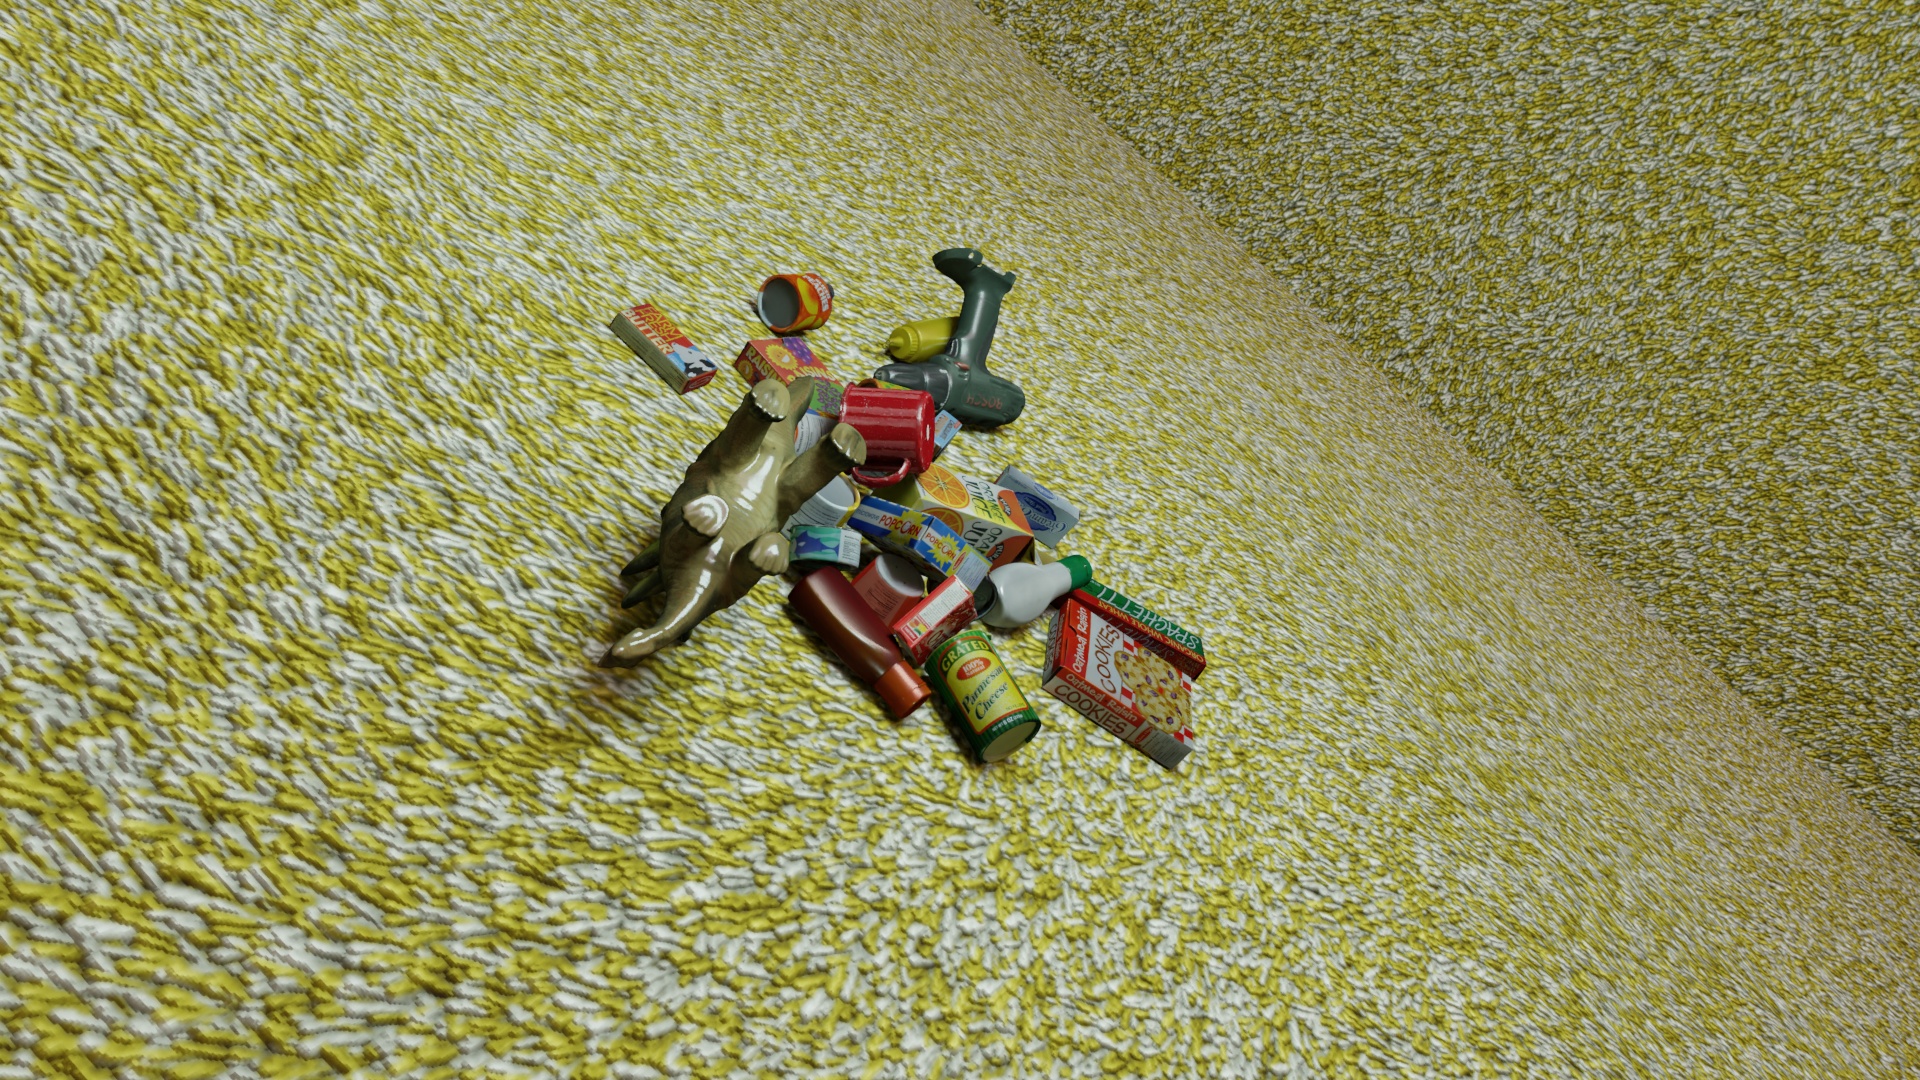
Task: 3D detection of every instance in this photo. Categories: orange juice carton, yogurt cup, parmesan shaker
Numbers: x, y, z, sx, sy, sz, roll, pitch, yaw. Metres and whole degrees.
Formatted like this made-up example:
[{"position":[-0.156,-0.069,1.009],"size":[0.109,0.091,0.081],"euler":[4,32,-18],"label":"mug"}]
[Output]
[{"position":[0.005,-0.018,1.453],"size":[0.193,0.072,0.072],"euler":[18,34,-35],"label":"orange juice carton"},{"position":[-0.069,0.049,1.293],"size":[0.072,0.053,0.073],"euler":[28,31,-19],"label":"yogurt cup"},{"position":[0.023,0.139,1.258],"size":[0.071,0.071,0.103],"euler":[2,46,-48],"label":"parmesan shaker"}]

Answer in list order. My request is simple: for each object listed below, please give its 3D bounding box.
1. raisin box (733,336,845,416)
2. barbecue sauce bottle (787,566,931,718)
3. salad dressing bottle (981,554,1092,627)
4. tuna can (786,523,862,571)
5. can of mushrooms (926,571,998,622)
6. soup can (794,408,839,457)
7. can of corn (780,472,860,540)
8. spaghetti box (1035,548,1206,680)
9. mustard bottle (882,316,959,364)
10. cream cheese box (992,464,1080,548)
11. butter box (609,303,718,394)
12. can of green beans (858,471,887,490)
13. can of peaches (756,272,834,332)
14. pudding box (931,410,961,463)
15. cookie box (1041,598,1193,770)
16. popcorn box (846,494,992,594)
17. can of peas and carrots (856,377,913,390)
[{"position":[-0.171,-0.162,1.483],"size":[0.123,0.040,0.086],"euler":[48,31,15],"label":"raisin box"},{"position":[-0.086,0.090,1.228],"size":[0.149,0.043,0.065],"euler":[48,25,13],"label":"barbecue sauce bottle"},{"position":[0.079,0.048,1.446],"size":[0.148,0.044,0.064],"euler":[-17,93,-44],"label":"salad dressing bottle"},{"position":[-0.127,0.007,1.272],"size":[0.071,0.071,0.033],"euler":[13,77,-39],"label":"tuna can"},{"position":[0.002,0.047,1.362],"size":[0.071,0.070,0.033],"euler":[19,34,-34],"label":"can of mushrooms"},{"position":[-0.165,-0.101,1.380],"size":[0.084,0.071,0.071],"euler":[9,41,-45],"label":"soup can"},{"position":[-0.138,-0.035,1.326],"size":[0.071,0.058,0.071],"euler":[29,31,-19],"label":"can of corn"},{"position":[0.171,0.083,1.553],"size":[0.250,0.028,0.050],"euler":[28,32,-20],"label":"spaghetti box"},{"position":[-0.042,-0.247,1.729],"size":[0.161,0.065,0.049],"euler":[-9,59,-49],"label":"mustard bottle"},{"position":[0.081,-0.038,1.590],"size":[0.104,0.053,0.024],"euler":[32,32,-15],"label":"cream cheese box"},{"position":[-0.297,-0.194,1.394],"size":[0.103,0.024,0.053],"euler":[43,30,6],"label":"butter box"},{"position":[-0.077,-0.092,1.475],"size":[0.071,0.057,0.071],"euler":[29,30,-19],"label":"can of green beans"},{"position":[-0.188,-0.272,1.584],"size":[0.071,0.071,0.058],"euler":[48,31,15],"label":"can of peaches"},{"position":[-0.032,-0.109,1.560],"size":[0.030,0.049,0.084],"euler":[38,29,-1],"label":"pudding box"},{"position":[0.166,0.147,1.445],"size":[0.167,0.040,0.123],"euler":[33,30,-12],"label":"cookie box"},{"position":[-0.040,0.003,1.315],"size":[0.085,0.038,0.127],"euler":[40,-12,-35],"label":"popcorn box"},{"position":[-0.085,-0.142,1.528],"size":[0.059,0.070,0.071],"euler":[13,39,-39],"label":"can of peas and carrots"}]
